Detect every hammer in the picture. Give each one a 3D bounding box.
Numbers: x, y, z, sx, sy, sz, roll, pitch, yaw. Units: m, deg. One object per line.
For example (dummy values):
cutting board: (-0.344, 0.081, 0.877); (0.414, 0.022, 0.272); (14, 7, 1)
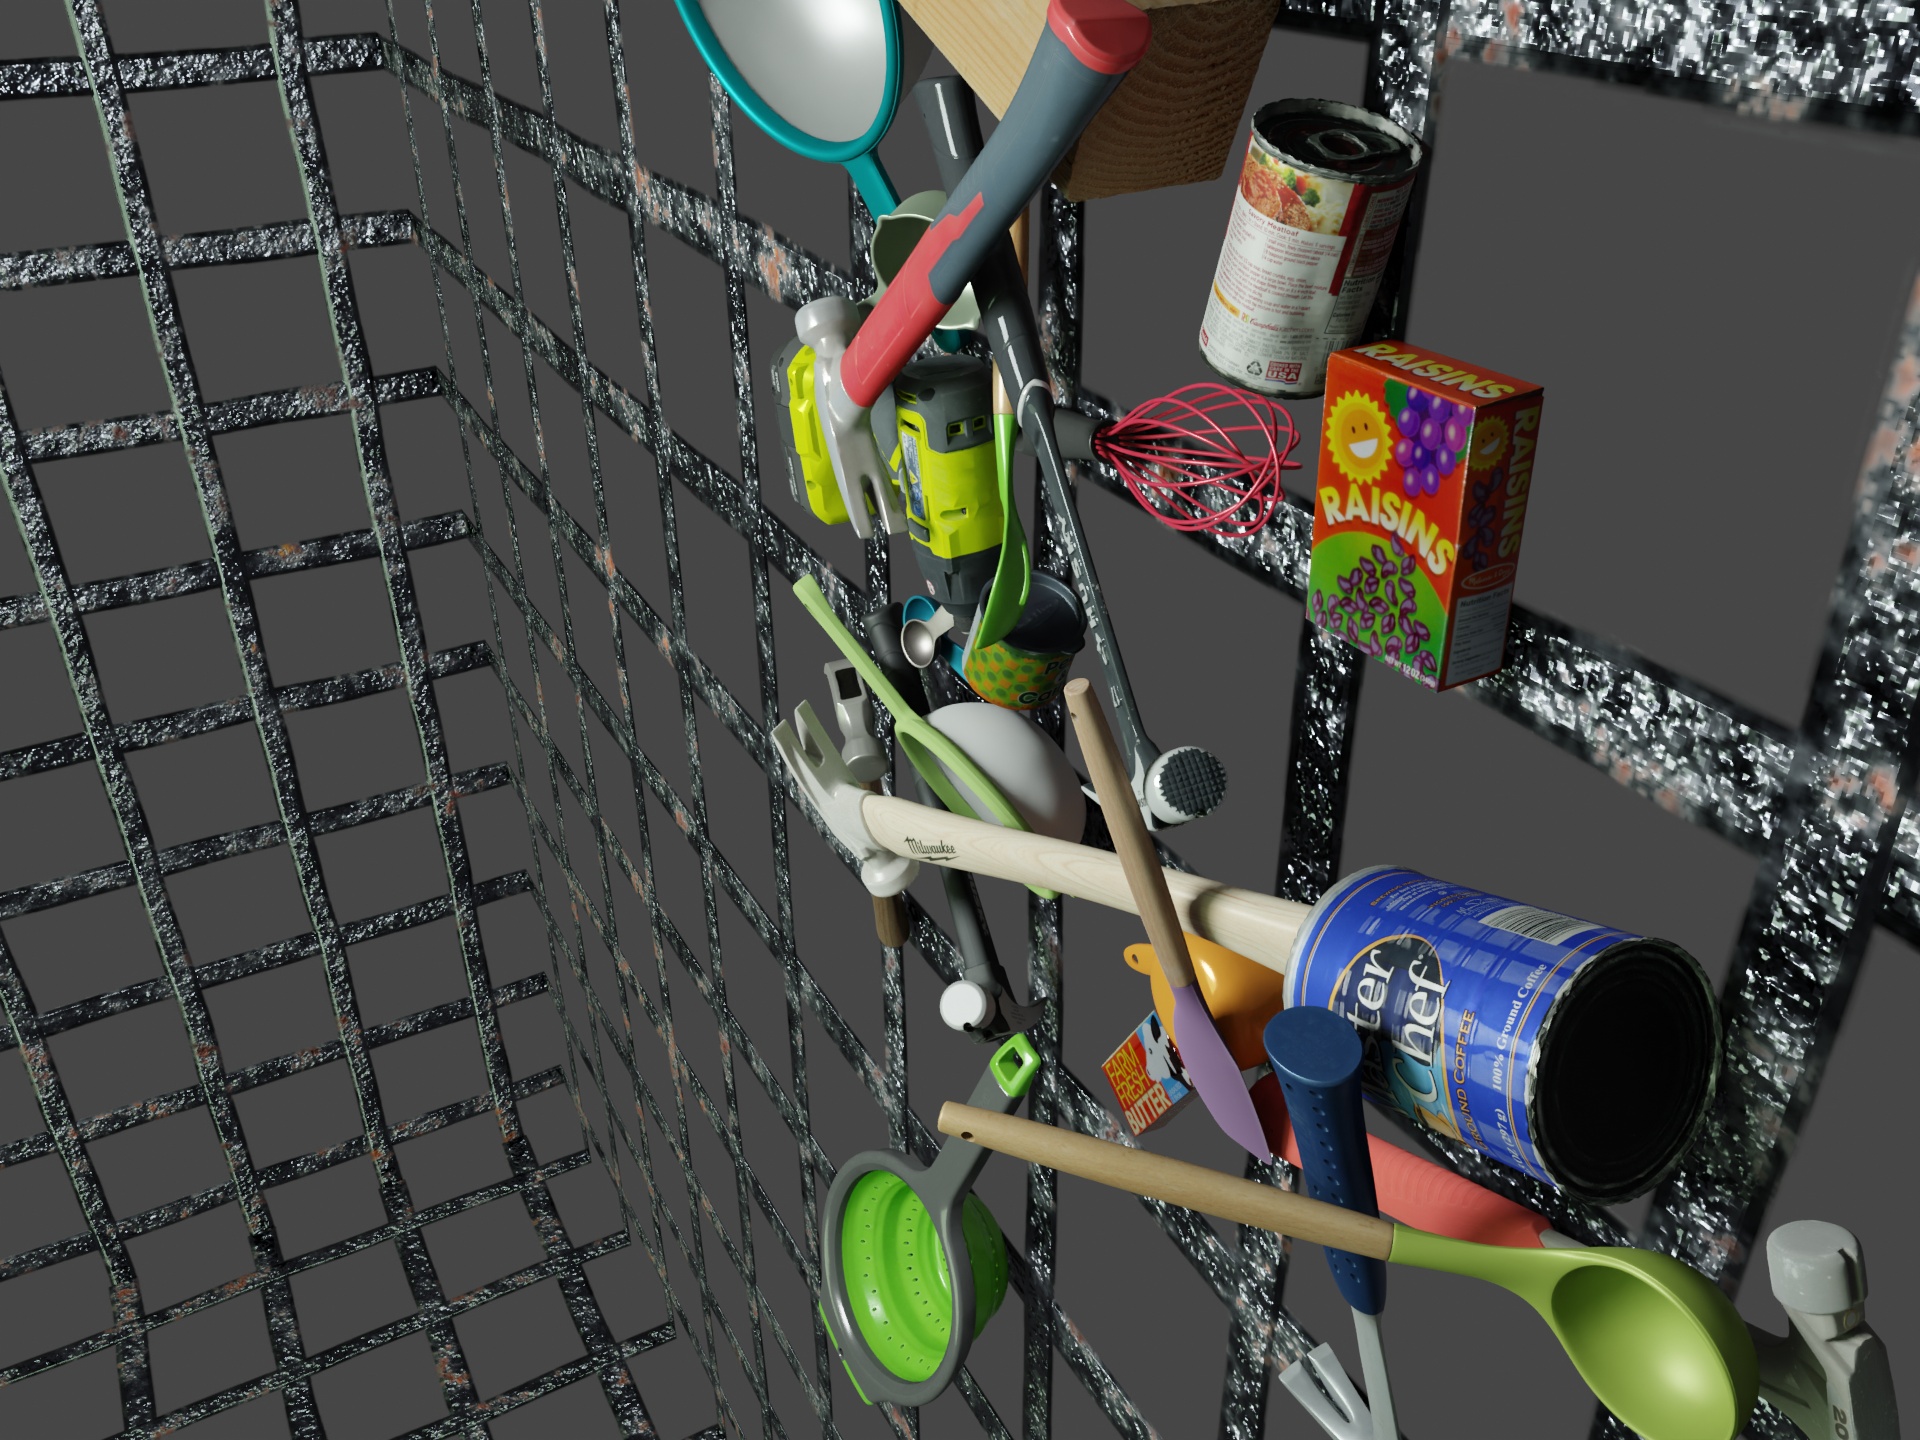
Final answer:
hammer: (0.186, 0.272, 0.752); (0.144, 0.035, 0.405); (44, 159, 48)
hammer: (-0.067, 0.074, 1.214); (0.331, 0.031, 0.130); (85, 173, -52)
hammer: (0.250, 0.245, 0.733); (0.359, 0.036, 0.149); (11, 114, 62)
hammer: (0.044, -0.140, 0.813); (0.149, 0.036, 0.409); (137, 118, -79)
hammer: (-0.003, -0.210, 0.774); (0.386, 0.038, 0.143); (151, 105, -67)
hammer: (0.051, 0.074, 0.876); (0.411, 0.038, 0.146); (11, 139, 47)
hammer: (-0.013, 0.065, 1.125); (0.146, 0.035, 0.335); (38, -147, -64)

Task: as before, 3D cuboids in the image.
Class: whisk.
whisk: (0.086, -0.143, 0.824); (0.296, 0.073, 0.073); (-147, 47, -64)

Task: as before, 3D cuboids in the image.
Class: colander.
colander: (0.004, 0.395, 1.297); (0.205, 0.094, 0.397); (53, 130, 38)

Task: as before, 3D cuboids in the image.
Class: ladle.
ladle: (0.140, 0.207, 0.623); (0.320, 0.062, 0.078); (13, 129, 13)

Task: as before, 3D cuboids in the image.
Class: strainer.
strainer: (-0.002, -0.003, 1.003); (0.256, 0.069, 0.151); (51, 170, -8)
strainer: (-0.050, -0.389, 0.940); (0.211, 0.095, 0.340); (11, 135, 54)

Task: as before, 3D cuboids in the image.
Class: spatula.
spatula: (0.102, 0.109, 0.792); (0.060, 0.018, 0.315); (29, 148, 52)

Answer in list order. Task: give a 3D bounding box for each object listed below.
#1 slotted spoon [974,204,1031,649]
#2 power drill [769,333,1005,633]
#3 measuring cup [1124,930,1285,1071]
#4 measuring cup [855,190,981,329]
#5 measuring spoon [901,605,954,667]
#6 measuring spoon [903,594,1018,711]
slotted spoon: (0.027, -0.195, 0.880); (0.070, 0.031, 0.313); (-73, -15, -83)
power drill: (-0.041, -0.164, 1.035); (0.223, 0.080, 0.171); (40, 143, 53)
measuring cup: (0.125, 0.152, 0.915); (0.174, 0.052, 0.095); (-3, 102, 63)
measuring cup: (-0.035, -0.258, 0.944); (0.083, 0.038, 0.167); (46, 150, -19)
measuring spoon: (0.000, -0.074, 1.068); (0.124, 0.018, 0.034); (-39, 73, 45)
measuring spoon: (0.006, -0.045, 1.100); (0.129, 0.021, 0.042); (43, 134, 34)
